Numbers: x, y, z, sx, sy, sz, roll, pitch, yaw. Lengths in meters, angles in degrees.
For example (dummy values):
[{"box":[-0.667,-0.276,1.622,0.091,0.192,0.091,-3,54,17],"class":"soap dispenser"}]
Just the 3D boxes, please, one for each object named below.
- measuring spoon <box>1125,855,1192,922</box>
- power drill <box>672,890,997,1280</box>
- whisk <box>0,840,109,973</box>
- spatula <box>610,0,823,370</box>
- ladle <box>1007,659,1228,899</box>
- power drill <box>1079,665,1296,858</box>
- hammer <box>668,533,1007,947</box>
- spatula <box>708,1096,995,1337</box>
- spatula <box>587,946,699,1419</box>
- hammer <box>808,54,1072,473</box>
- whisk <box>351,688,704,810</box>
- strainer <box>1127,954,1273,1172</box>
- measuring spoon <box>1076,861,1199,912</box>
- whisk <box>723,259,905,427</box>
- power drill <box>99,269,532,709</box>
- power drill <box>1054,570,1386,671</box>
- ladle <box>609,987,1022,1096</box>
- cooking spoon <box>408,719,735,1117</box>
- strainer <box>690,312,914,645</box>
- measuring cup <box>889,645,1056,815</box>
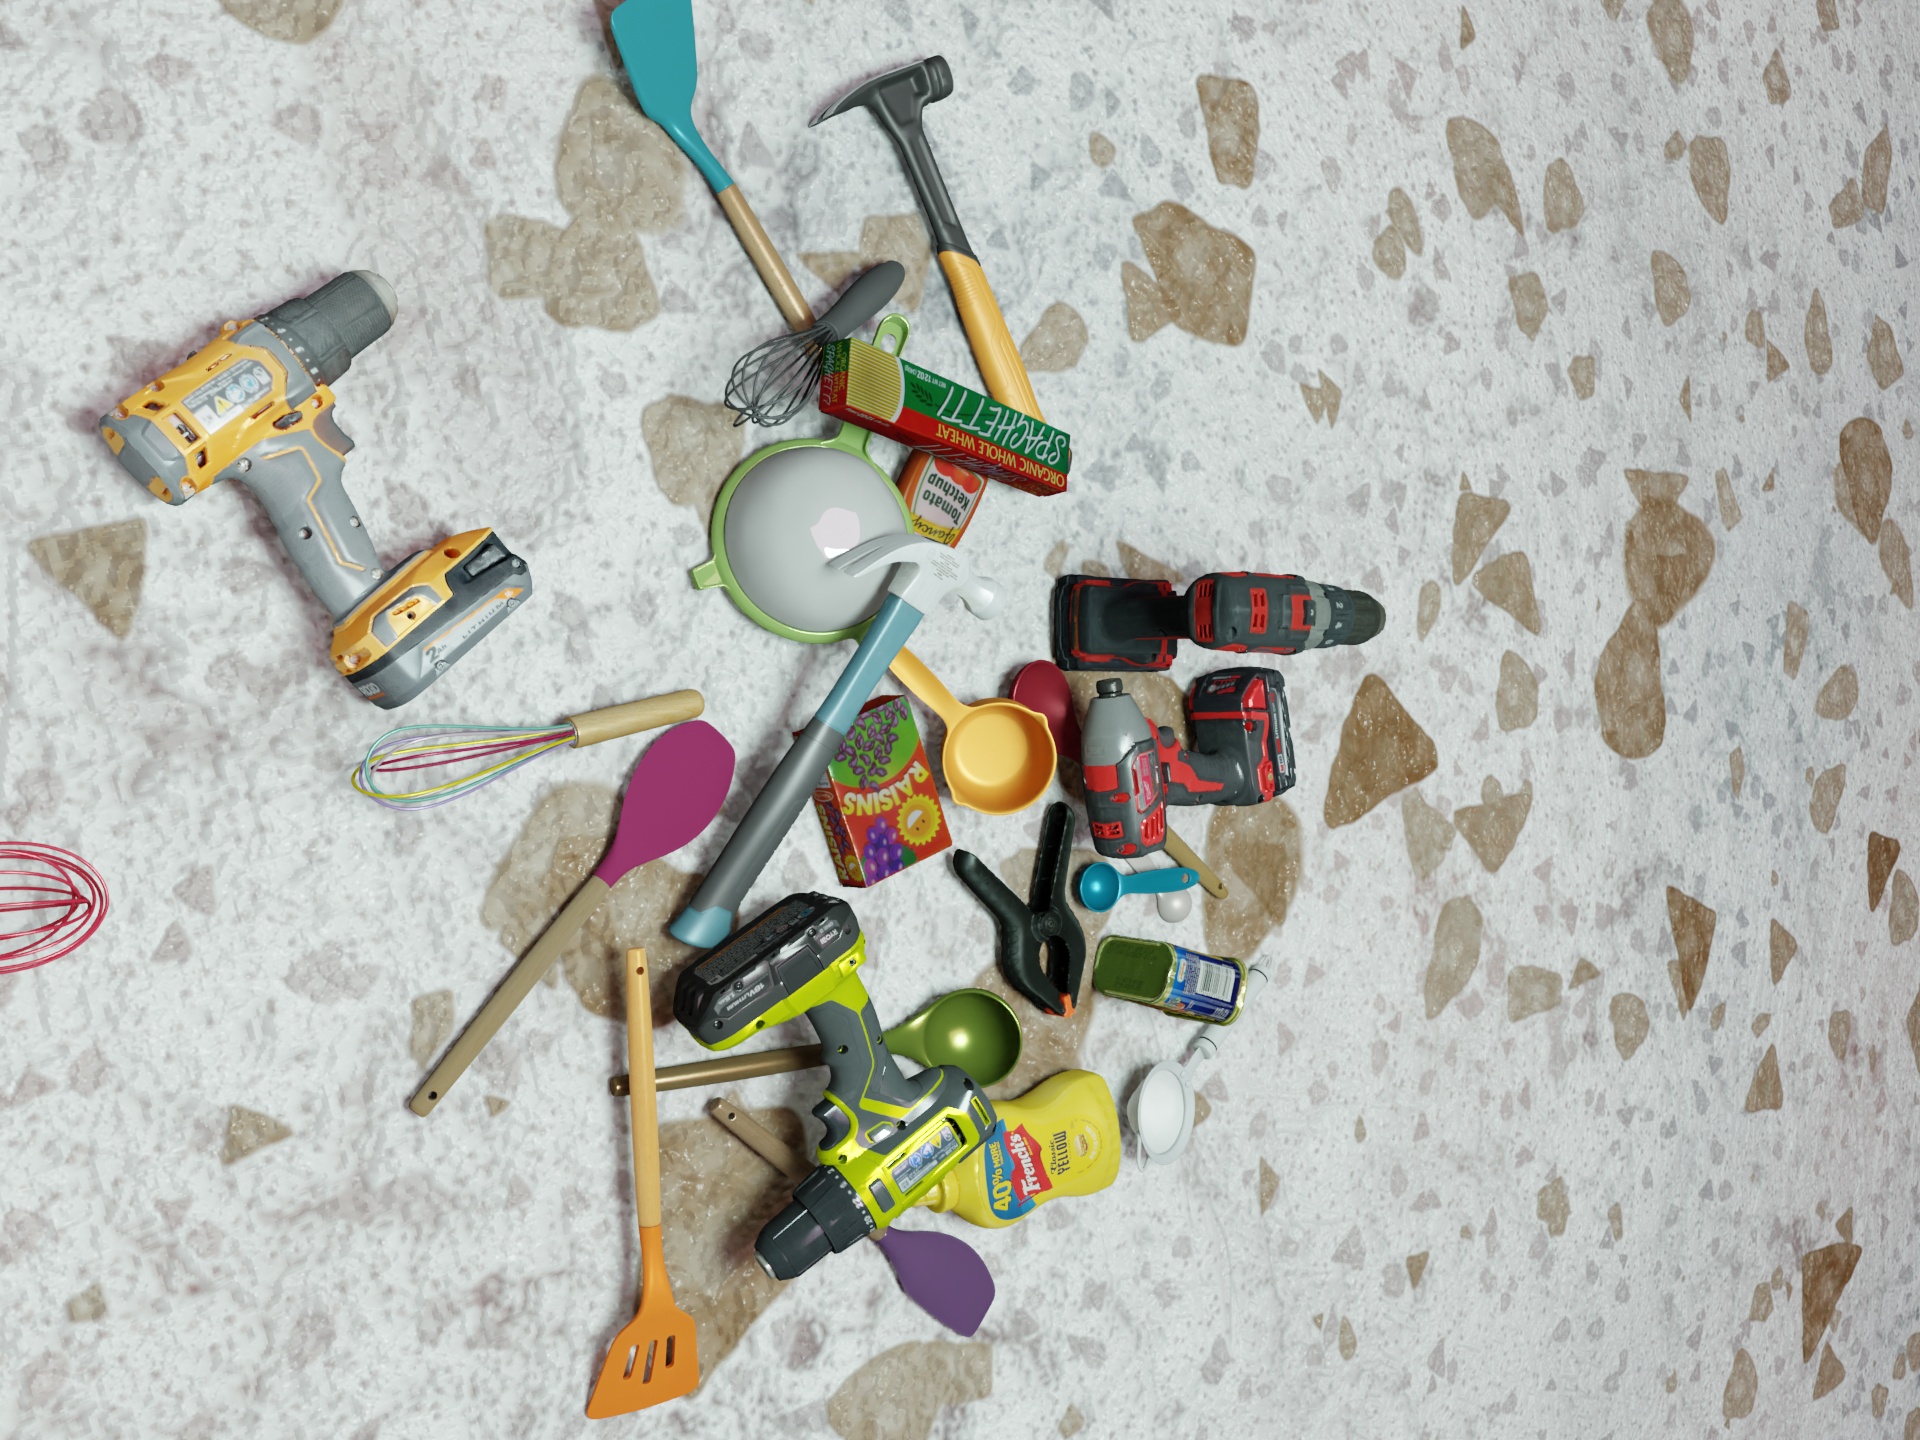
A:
[{"box":[0.163,0.127,1.362,0.124,0.018,0.034,51,63,-24],"class":"measuring spoon"},{"box":[-0.099,0.253,1.095,0.190,0.080,0.228,-35,108,-22],"class":"power drill"},{"box":[-0.593,0.104,0.796,0.295,0.073,0.073,-3,92,-30],"class":"whisk"},{"box":[-0.147,-0.356,1.125,0.082,0.044,0.317,-50,119,-39],"class":"spatula"},{"box":[0.136,0.060,1.339,0.315,0.031,0.069,44,66,-29],"class":"ladle"},{"box":[0.182,0.022,1.318,0.219,0.078,0.143,-15,99,-44],"class":"power drill"},{"box":[-0.097,0.016,1.108,0.128,0.033,0.331,34,88,-40],"class":"hammer"},{"box":[-0.075,0.368,1.189,0.315,0.018,0.060,46,64,-28],"class":"spatula"},{"box":[-0.215,0.313,1.072,0.081,0.041,0.322,-3,92,-32],"class":"spatula"},{"box":[0.003,-0.336,1.239,0.127,0.034,0.336,-35,110,-31],"class":"hammer"},{"box":[-0.275,0.010,1.036,0.245,0.047,0.051,-16,98,-39],"class":"whisk"},{"box":[0.207,0.291,1.381,0.258,0.050,0.086,-44,120,-34],"class":"strainer"},{"box":[0.148,0.137,1.345,0.128,0.021,0.042,-1,90,-33],"class":"measuring spoon"},{"box":[-0.097,-0.272,1.129,0.055,0.055,0.239,57,42,-22],"class":"whisk"},{"box":[-0.359,-0.143,0.952,0.226,0.084,0.185,52,61,-19],"class":"power drill"},{"box":[0.203,-0.080,1.262,0.187,0.227,0.080,-1,91,-36],"class":"power drill"},{"box":[-0.095,0.246,1.153,0.320,0.062,0.078,-2,96,-33],"class":"ladle"},{"box":[-0.256,0.127,1.060,0.068,0.017,0.319,48,64,-25],"class":"cooking spoon"},{"box":[-0.079,-0.181,1.131,0.151,0.069,0.256,22,79,-16],"class":"strainer"},{"box":[-0.002,-0.004,1.222,0.095,0.052,0.173,-45,98,3],"class":"measuring cup"}]
